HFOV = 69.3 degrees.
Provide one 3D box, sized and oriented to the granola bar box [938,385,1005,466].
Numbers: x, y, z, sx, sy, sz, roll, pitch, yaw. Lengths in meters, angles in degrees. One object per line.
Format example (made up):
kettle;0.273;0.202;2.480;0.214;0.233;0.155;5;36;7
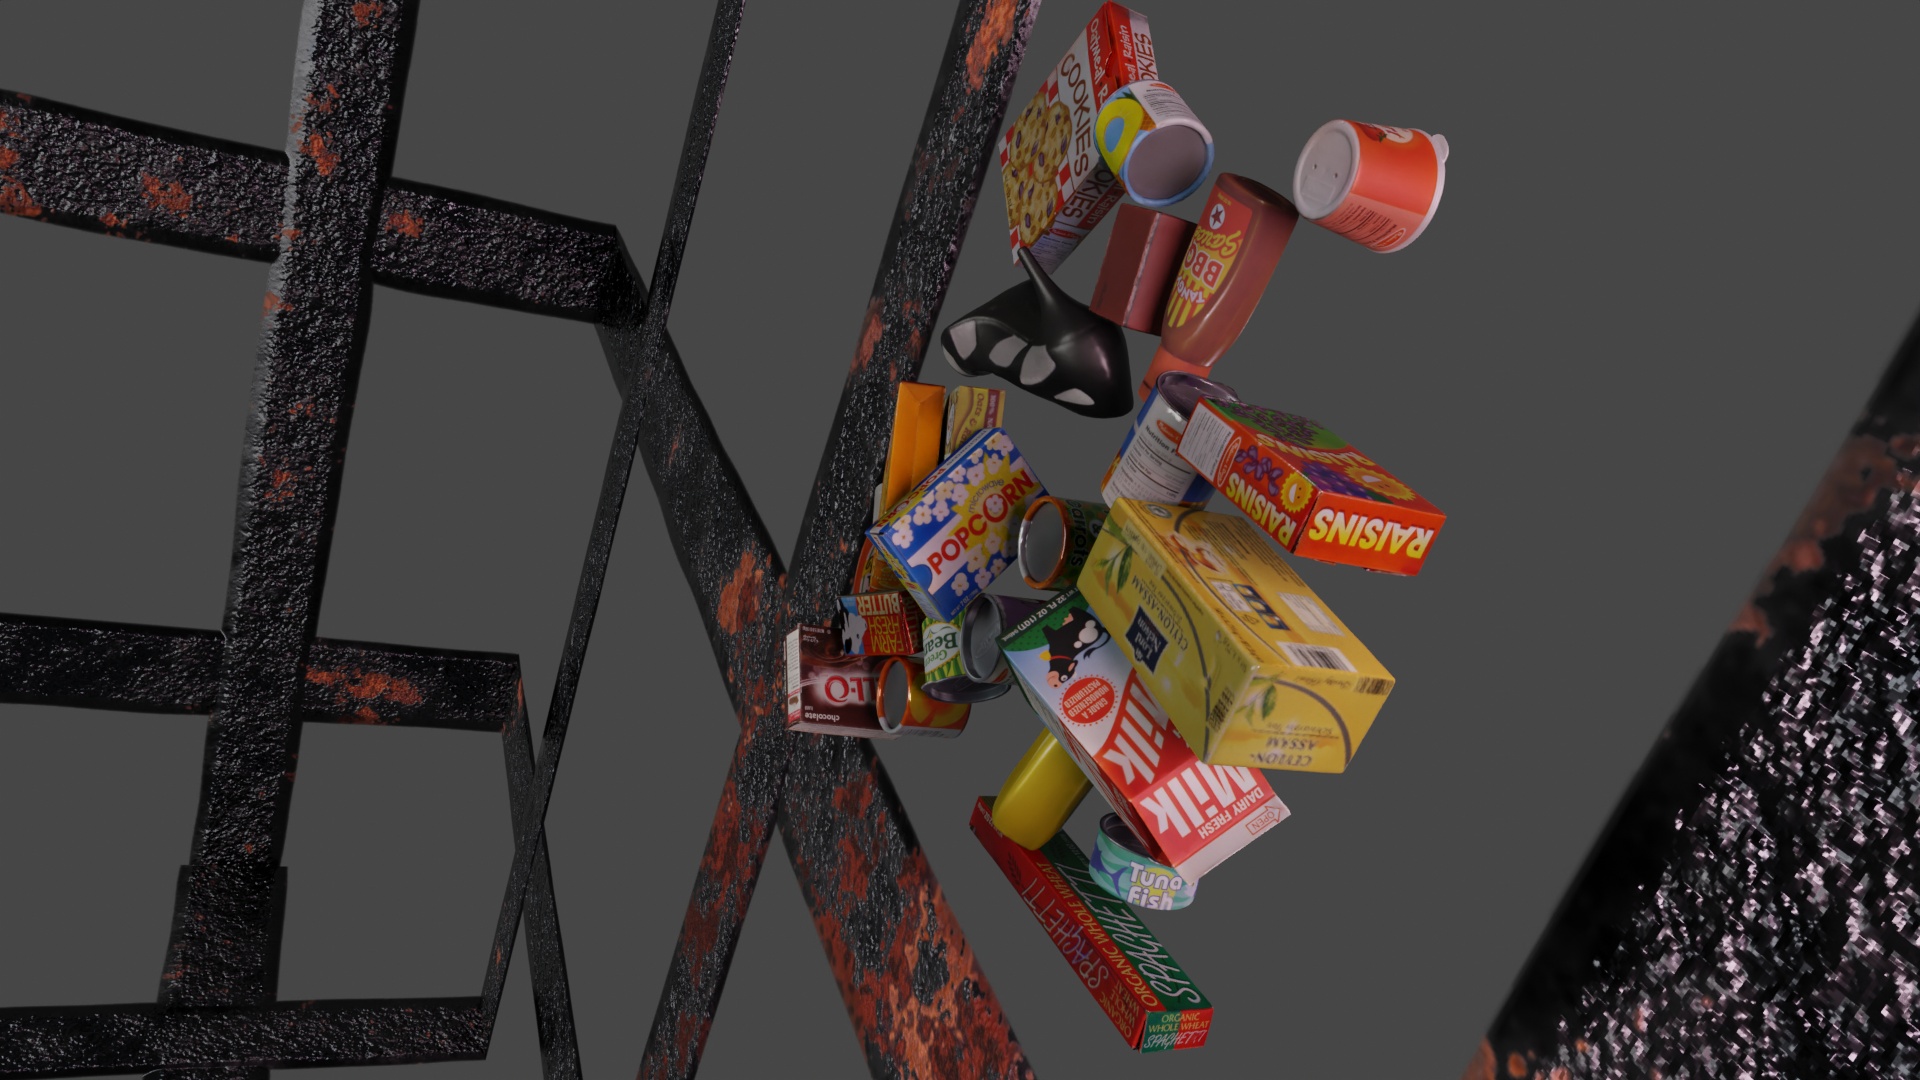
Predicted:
granola bar box;0.000;-0.035;1.113;0.124;0.039;0.165;170;107;-84

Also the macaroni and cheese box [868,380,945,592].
macaroni and cheese box;-0.045;-0.035;1.153;0.165;0.040;0.124;106;170;-62

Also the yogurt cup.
yogurt cup;0.217;-0.193;0.748;0.072;0.054;0.072;-28;59;60

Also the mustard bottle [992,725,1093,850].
mustard bottle;0.080;0.134;0.922;0.159;0.049;0.065;-56;-2;23

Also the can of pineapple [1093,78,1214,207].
can of pineapple;0.129;-0.264;0.932;0.070;0.071;0.058;-62;33;34

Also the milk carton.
milk carton;0.105;0.113;0.810;0.191;0.072;0.073;49;170;44

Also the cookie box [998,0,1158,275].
cookie box;0.088;-0.301;1.052;0.166;0.040;0.123;-42;46;52

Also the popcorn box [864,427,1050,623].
popcorn box;0.004;-0.013;1.021;0.127;0.085;0.038;-43;21;-20

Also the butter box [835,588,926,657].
butter box;-0.065;0.068;1.145;0.103;0.024;0.053;-8;92;54

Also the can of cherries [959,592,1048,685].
can of cherries;0.040;0.071;1.023;0.071;0.058;0.071;-27;59;60

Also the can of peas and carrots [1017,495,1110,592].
can of peas and carrots;0.081;0.004;0.959;0.070;0.059;0.071;-26;61;59

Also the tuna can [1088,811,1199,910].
tuna can;0.112;0.192;0.831;0.071;0.071;0.032;35;116;61

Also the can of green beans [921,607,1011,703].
can of green beans;0.004;0.089;1.080;0.071;0.071;0.058;-42;46;52

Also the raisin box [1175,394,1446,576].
raisin box;0.182;-0.030;0.735;0.124;0.086;0.040;53;128;55

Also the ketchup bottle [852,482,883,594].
ketchup bottle;-0.062;0.020;1.243;0.043;0.065;0.149;87;-176;-63

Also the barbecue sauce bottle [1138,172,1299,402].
barbecue sauce bottle;0.156;-0.150;0.868;0.147;0.044;0.065;-68;29;26

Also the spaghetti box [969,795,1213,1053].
spaghetti box;0.078;0.241;0.907;0.251;0.050;0.028;42;122;59

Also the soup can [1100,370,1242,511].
soup can;0.135;-0.053;0.863;0.083;0.071;0.071;-64;32;34

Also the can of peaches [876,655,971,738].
can of peaches;-0.031;0.127;1.148;0.071;0.058;0.071;-26;60;60
